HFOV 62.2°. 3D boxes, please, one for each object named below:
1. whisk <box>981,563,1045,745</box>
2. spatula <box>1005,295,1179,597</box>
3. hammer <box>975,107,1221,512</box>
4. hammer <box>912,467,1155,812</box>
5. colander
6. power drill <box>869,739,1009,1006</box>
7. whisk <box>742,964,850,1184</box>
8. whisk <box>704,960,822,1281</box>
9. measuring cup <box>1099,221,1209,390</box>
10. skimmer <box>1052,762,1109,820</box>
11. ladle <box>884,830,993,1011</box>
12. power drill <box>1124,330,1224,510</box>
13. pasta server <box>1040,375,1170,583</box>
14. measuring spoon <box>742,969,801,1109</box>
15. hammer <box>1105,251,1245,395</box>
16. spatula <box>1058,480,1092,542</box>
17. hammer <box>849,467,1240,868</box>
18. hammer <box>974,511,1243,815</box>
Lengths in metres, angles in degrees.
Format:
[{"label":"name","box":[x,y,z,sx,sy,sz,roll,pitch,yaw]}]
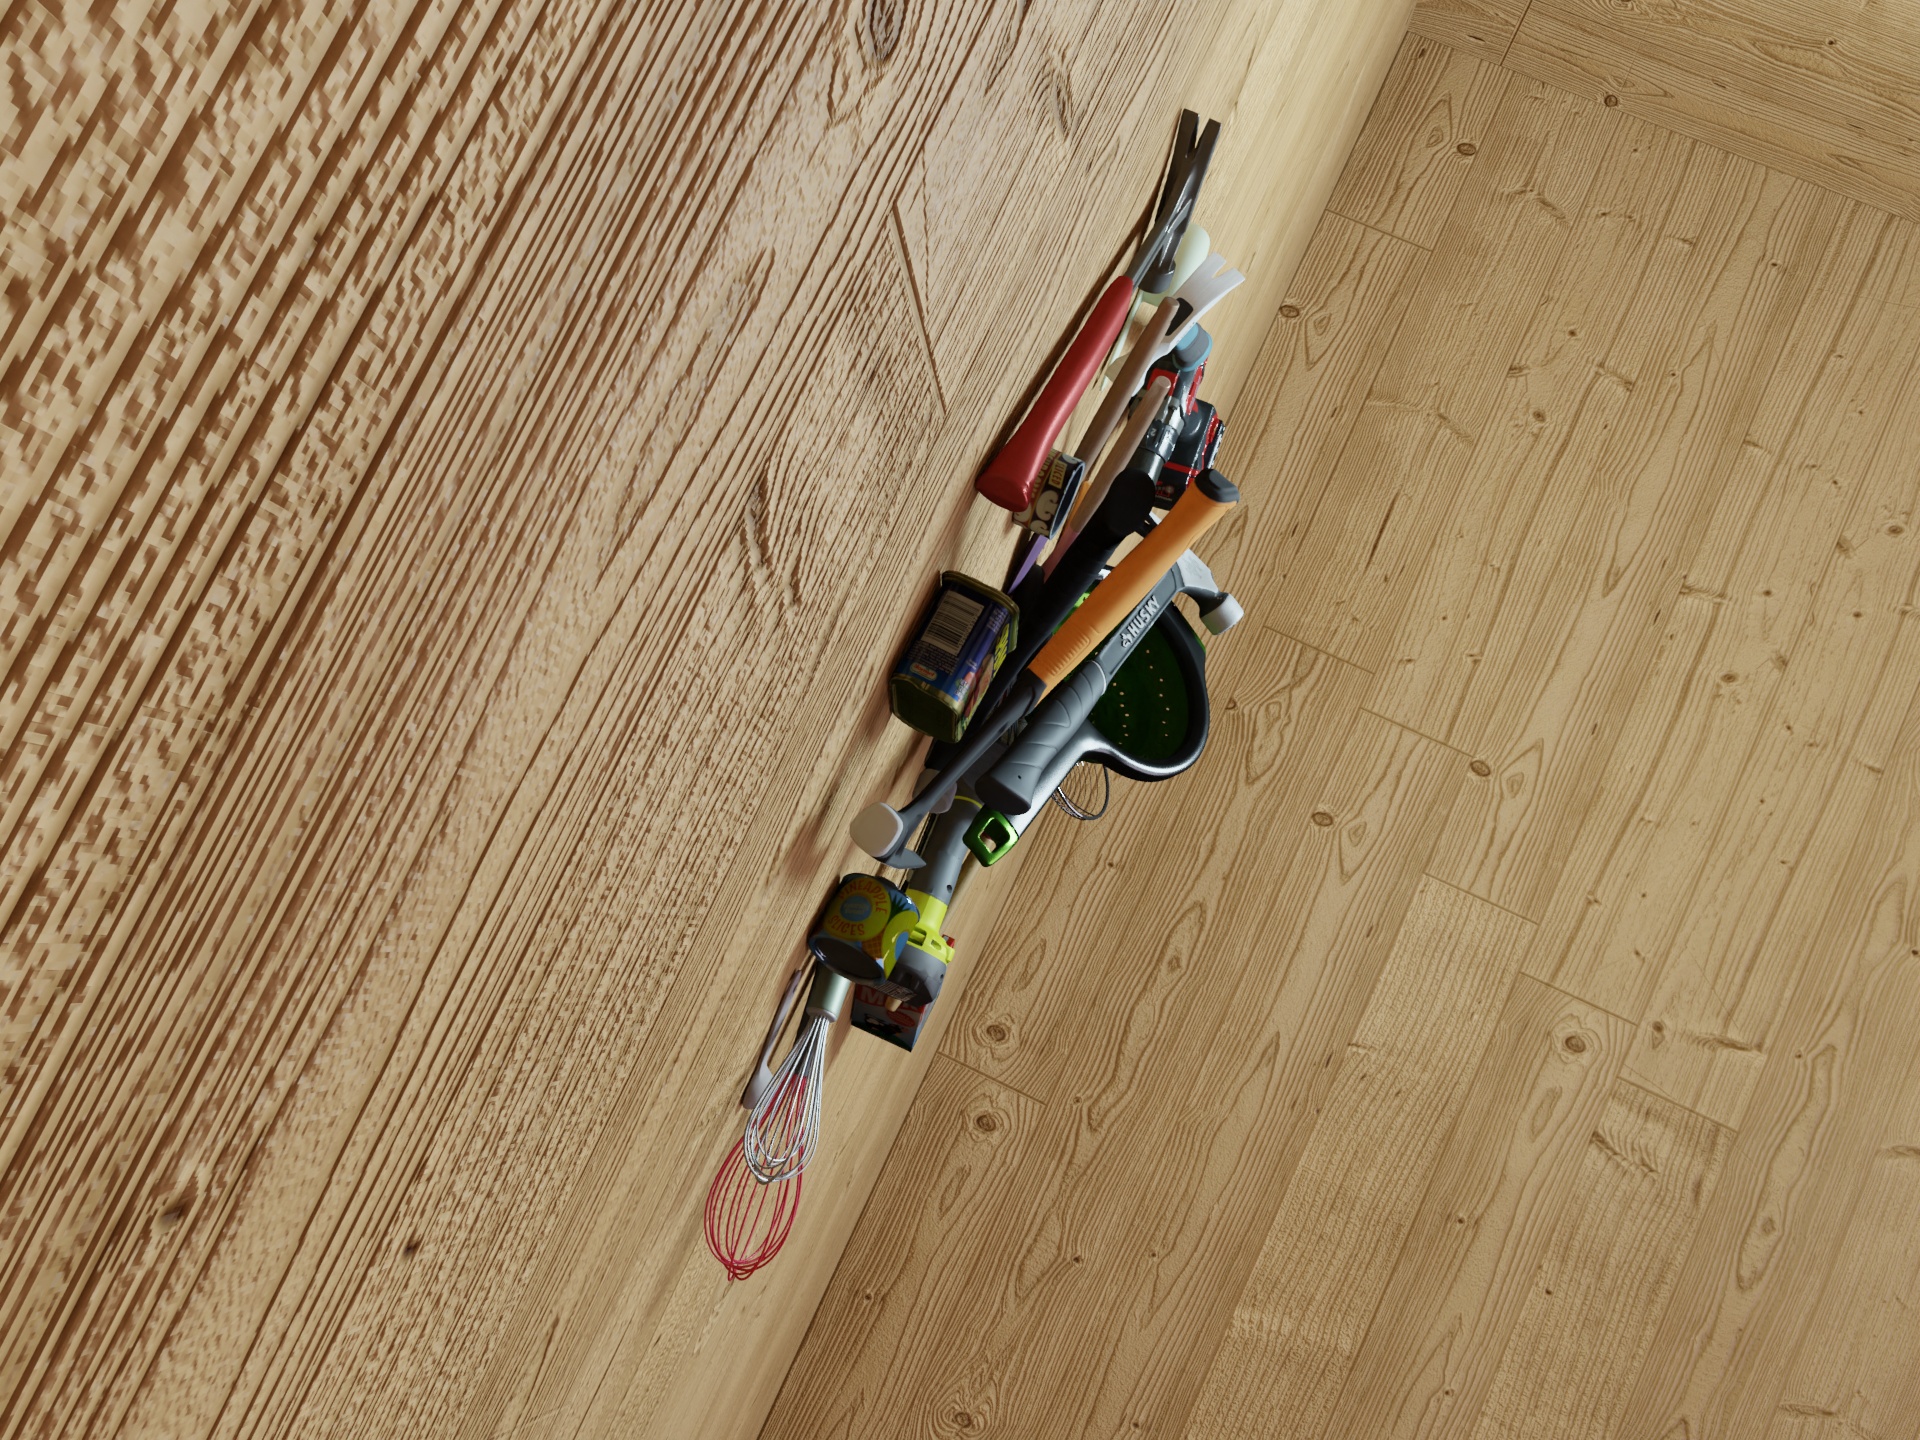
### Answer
[{"label":"whisk","box":[0.041,-0.039,1.456,0.055,0.055,0.238,-55,163,-55]},{"label":"spatula","box":[0.098,-0.208,1.270,0.315,0.018,0.060,-60,179,44]},{"label":"hammer","box":[0.099,-0.277,1.113,0.149,0.037,0.359,104,12,-53]},{"label":"hammer","box":[0.053,-0.068,1.159,0.334,0.035,0.146,-54,-168,50]},{"label":"colander","box":[0.080,0.011,1.338,0.094,0.204,0.397,-32,-169,42]},{"label":"power drill","box":[-0.023,0.133,1.404,0.171,0.080,0.223,126,-12,-73]},{"label":"whisk","box":[-0.107,0.229,1.194,0.059,0.057,0.246,-27,-142,52]},{"label":"whisk","box":[-0.134,0.295,1.249,0.073,0.073,0.296,55,53,-81]},{"label":"measuring cup","box":[0.166,-0.347,1.347,0.083,0.038,0.167,74,40,-79]},{"label":"skimmer","box":[0.135,-0.019,1.665,0.363,0.090,0.127,96,-2,-58]},{"label":"ladle","box":[0.013,0.132,1.478,0.315,0.031,0.069,-60,-170,-1]},{"label":"power drill","box":[0.209,-0.284,1.639,0.226,0.080,0.188,46,63,-74]},{"label":"pasta server","box":[0.119,-0.183,1.388,0.060,0.040,0.316,-64,-177,-38]},{"label":"measuring spoon","box":[-0.136,0.242,1.194,0.034,0.018,0.124,-45,157,-69]},{"label":"hammer","box":[0.193,-0.332,1.380,0.128,0.033,0.331,-48,178,14]},{"label":"spatula","box":[0.081,-0.083,1.588,0.081,0.041,0.322,-13,128,-56]},{"label":"hammer","box":[0.060,-0.033,1.047,0.337,0.034,0.127,-47,168,-1]},{"label":"hammer","box":[0.115,-0.049,1.310,0.036,0.149,0.409,-33,-170,42]}]
